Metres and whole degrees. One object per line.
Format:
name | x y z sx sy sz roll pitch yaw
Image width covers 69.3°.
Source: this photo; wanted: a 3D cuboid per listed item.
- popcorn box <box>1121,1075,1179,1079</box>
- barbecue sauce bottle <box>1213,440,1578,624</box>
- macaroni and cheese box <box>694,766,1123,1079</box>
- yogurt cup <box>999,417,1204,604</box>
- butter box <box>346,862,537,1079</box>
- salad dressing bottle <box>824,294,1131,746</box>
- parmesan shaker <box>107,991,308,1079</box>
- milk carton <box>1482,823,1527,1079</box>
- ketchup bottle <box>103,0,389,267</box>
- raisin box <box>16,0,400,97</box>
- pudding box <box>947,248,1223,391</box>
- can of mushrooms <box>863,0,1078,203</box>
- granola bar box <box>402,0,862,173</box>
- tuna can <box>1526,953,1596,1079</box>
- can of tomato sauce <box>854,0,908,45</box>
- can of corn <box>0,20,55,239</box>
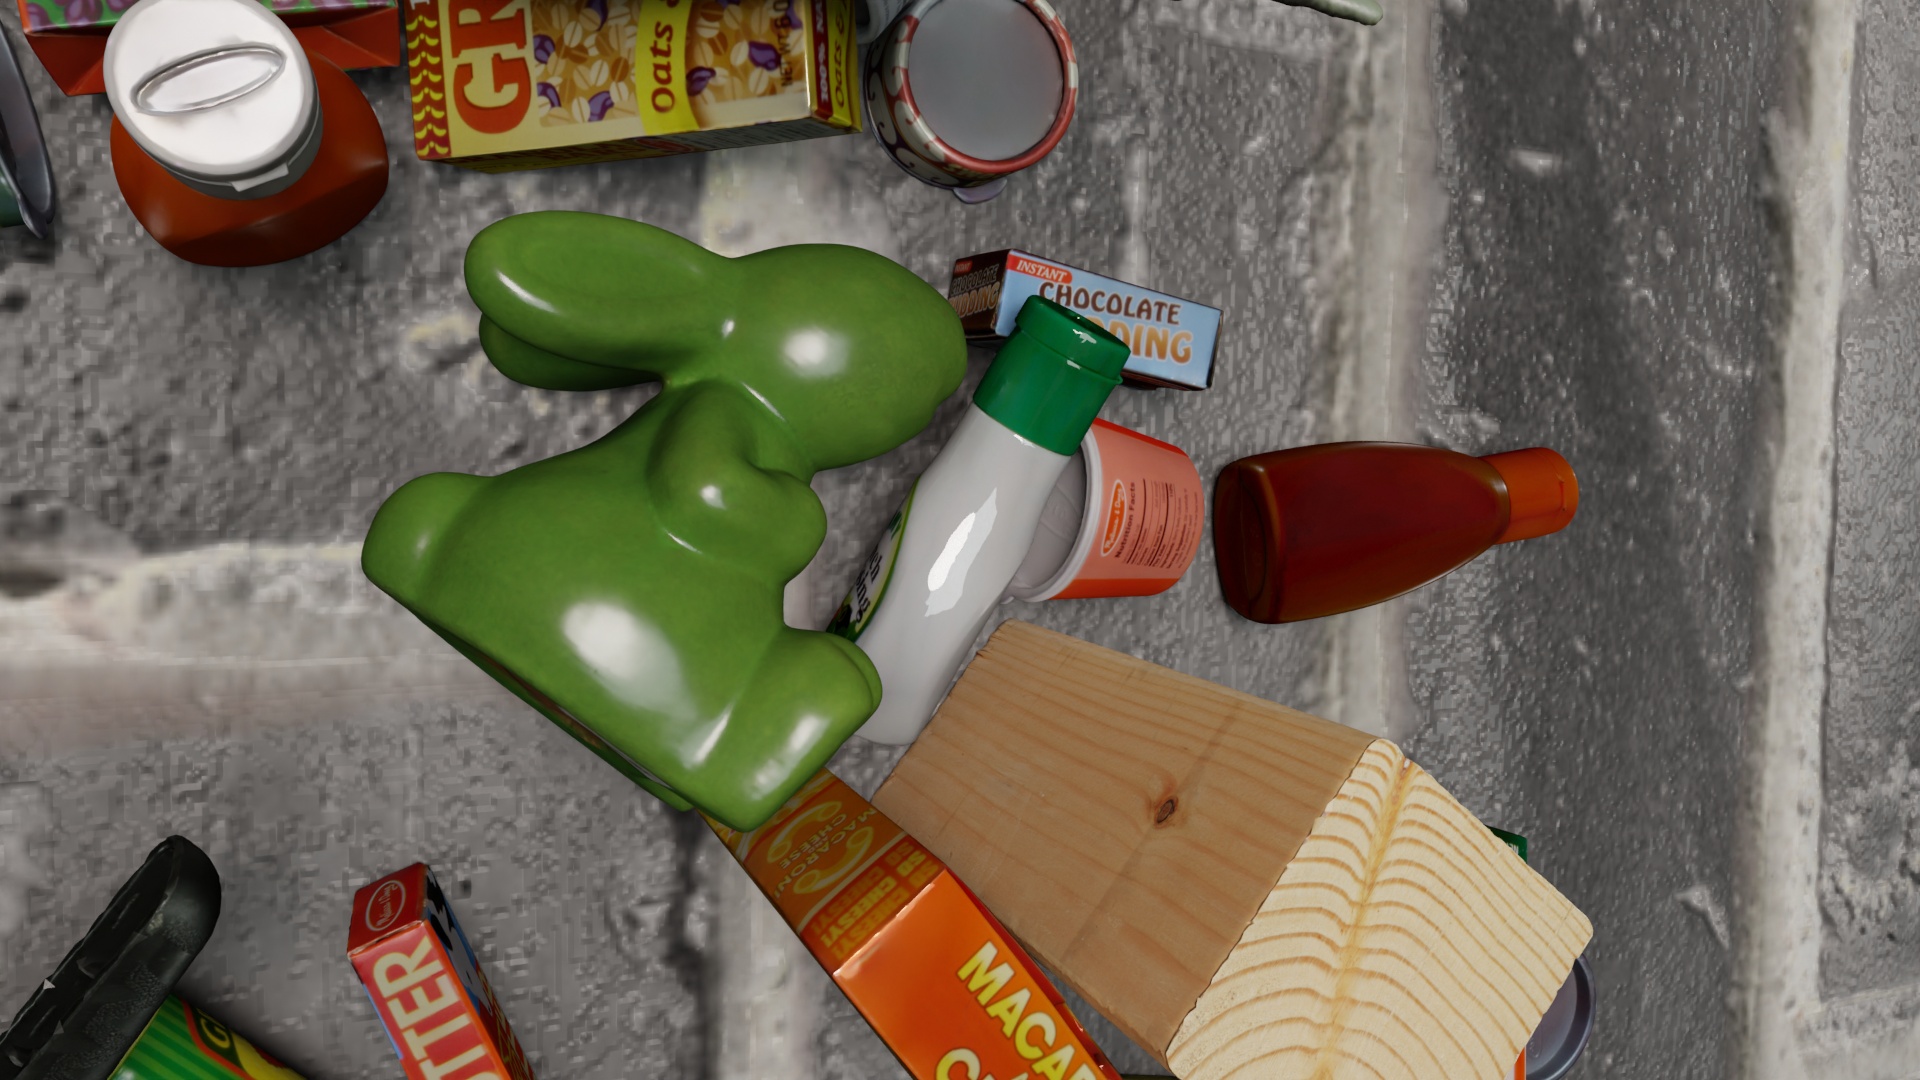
popcorn box | 0.099 0.254 0.531 0.127 0.038 0.085 11 91 -23
barbecue sauce bottle | 0.172 -0.010 0.539 0.149 0.043 0.064 -9 98 -22
macaroni and cheese box | -0.014 0.125 0.406 0.040 0.166 0.123 -40 108 -15
yogurt cup | 0.046 -0.010 0.477 0.054 0.072 0.072 8 91 -31
butter box | -0.148 0.152 0.414 0.024 0.053 0.103 -24 103 -17
salad dressing bottle | 0.002 -0.006 0.441 0.044 0.064 0.147 28 105 -7
parmesan shaker | -0.205 0.181 0.388 0.103 0.071 0.071 45 78 -20
milk carton | 0.149 0.195 0.495 0.072 0.073 0.191 20 65 -20
ketchup bottle | -0.171 -0.095 0.334 0.065 0.149 0.043 -27 105 -18
raisin box | -0.204 -0.185 0.361 0.086 0.040 0.123 -13 86 -20
pudding box | 0.041 -0.074 0.477 0.084 0.049 0.030 12 92 -22
can of mushrooms | 0.005 -0.151 0.465 0.071 0.033 0.071 -2 94 -23
granola bar box | -0.095 -0.191 0.383 0.124 0.039 0.165 -1 96 17
tuna can | 0.228 0.194 0.583 0.071 0.033 0.071 -2 95 -22
can of tomato sauce | -0.028 -0.209 0.430 0.071 0.071 0.083 41 79 -20
can of corn | -0.265 -0.103 0.339 0.058 0.071 0.071 -15 100 -20
